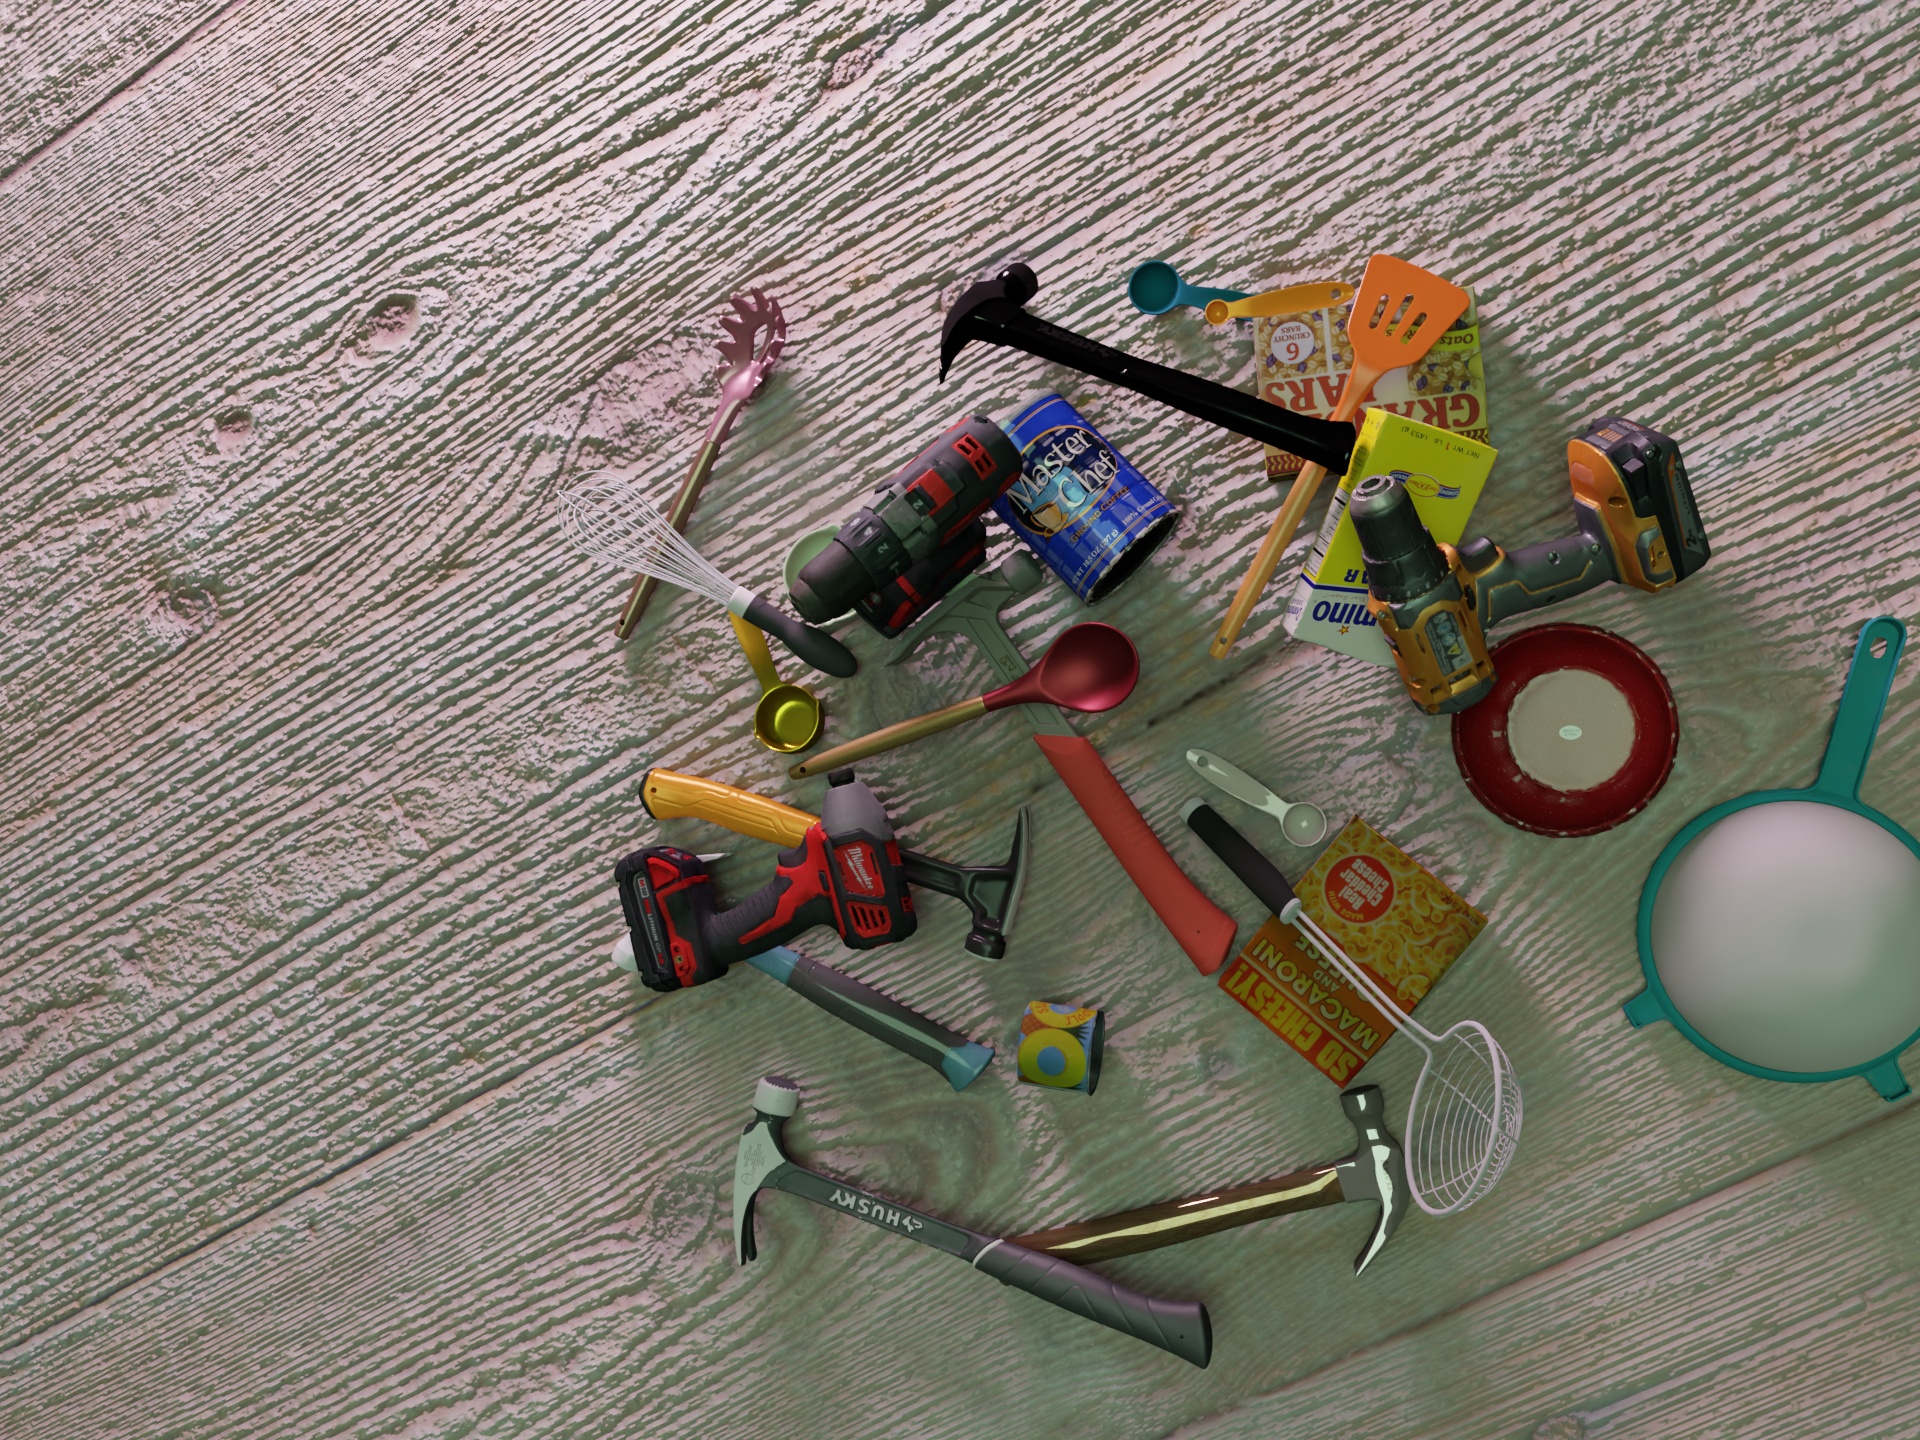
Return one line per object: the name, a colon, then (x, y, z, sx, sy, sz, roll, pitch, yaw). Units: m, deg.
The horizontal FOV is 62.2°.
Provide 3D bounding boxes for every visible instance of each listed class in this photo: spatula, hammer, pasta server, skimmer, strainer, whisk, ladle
spatula: (0.268, -0.190, 1.188, 0.081, 0.041, 0.322, 29, 102, 11)
hammer: (0.183, 0.387, 1.231, 0.331, 0.031, 0.130, -18, 84, 13)
pasta server: (-0.225, -0.212, 1.342, 0.060, 0.040, 0.316, 30, 97, 25)
hammer: (0.092, 0.049, 1.254, 0.149, 0.036, 0.359, -37, 82, 19)
skimmer: (0.254, 0.181, 1.121, 0.364, 0.090, 0.127, 48, 133, 36)
strainer: (0.605, 0.092, 1.099, 0.211, 0.095, 0.340, 15, 94, 14)
hammer: (0.001, 0.416, 1.248, 0.409, 0.036, 0.149, 16, 88, 20)
whisk: (-0.207, -0.114, 1.305, 0.284, 0.070, 0.070, 32, 96, -1)
ladle: (-0.002, -0.004, 1.252, 0.315, 0.031, 0.069, -19, 89, 22)
hammer: (-0.126, 0.214, 1.311, 0.331, 0.033, 0.128, 26, 96, 13)
hammer: (0.138, -0.253, 1.186, 0.335, 0.146, 0.035, 26, 139, 21)
hammer: (-0.108, 0.090, 1.308, 0.337, 0.034, 0.127, 15, 93, 14)

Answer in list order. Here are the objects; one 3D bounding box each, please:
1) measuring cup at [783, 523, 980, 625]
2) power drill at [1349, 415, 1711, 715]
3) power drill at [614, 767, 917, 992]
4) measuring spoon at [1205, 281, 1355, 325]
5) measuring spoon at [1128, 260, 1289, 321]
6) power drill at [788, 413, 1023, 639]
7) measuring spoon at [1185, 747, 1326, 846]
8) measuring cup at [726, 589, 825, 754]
measuring cup: (-0.061, -0.115, 1.306, 0.167, 0.038, 0.083, 4, 89, -3)
power drill: (0.390, -0.129, 1.120, 0.226, 0.084, 0.185, -29, 116, 3)
power drill: (-0.153, 0.128, 1.264, 0.219, 0.078, 0.143, -16, 86, 10)
measuring spoon: (0.248, -0.324, 1.235, 0.117, 0.011, 0.021, -9, 100, 2)
measuring spoon: (0.196, -0.331, 1.254, 0.128, 0.021, 0.042, 13, 97, 5)
power drill: (-0.048, -0.125, 1.171, 0.188, 0.226, 0.080, -41, 89, -9)
measuring spoon: (0.230, 0.057, 1.238, 0.124, 0.018, 0.034, 33, 97, 19)
measuring cup: (-0.159, -0.042, 1.334, 0.062, 0.029, 0.157, -28, 71, 9)
